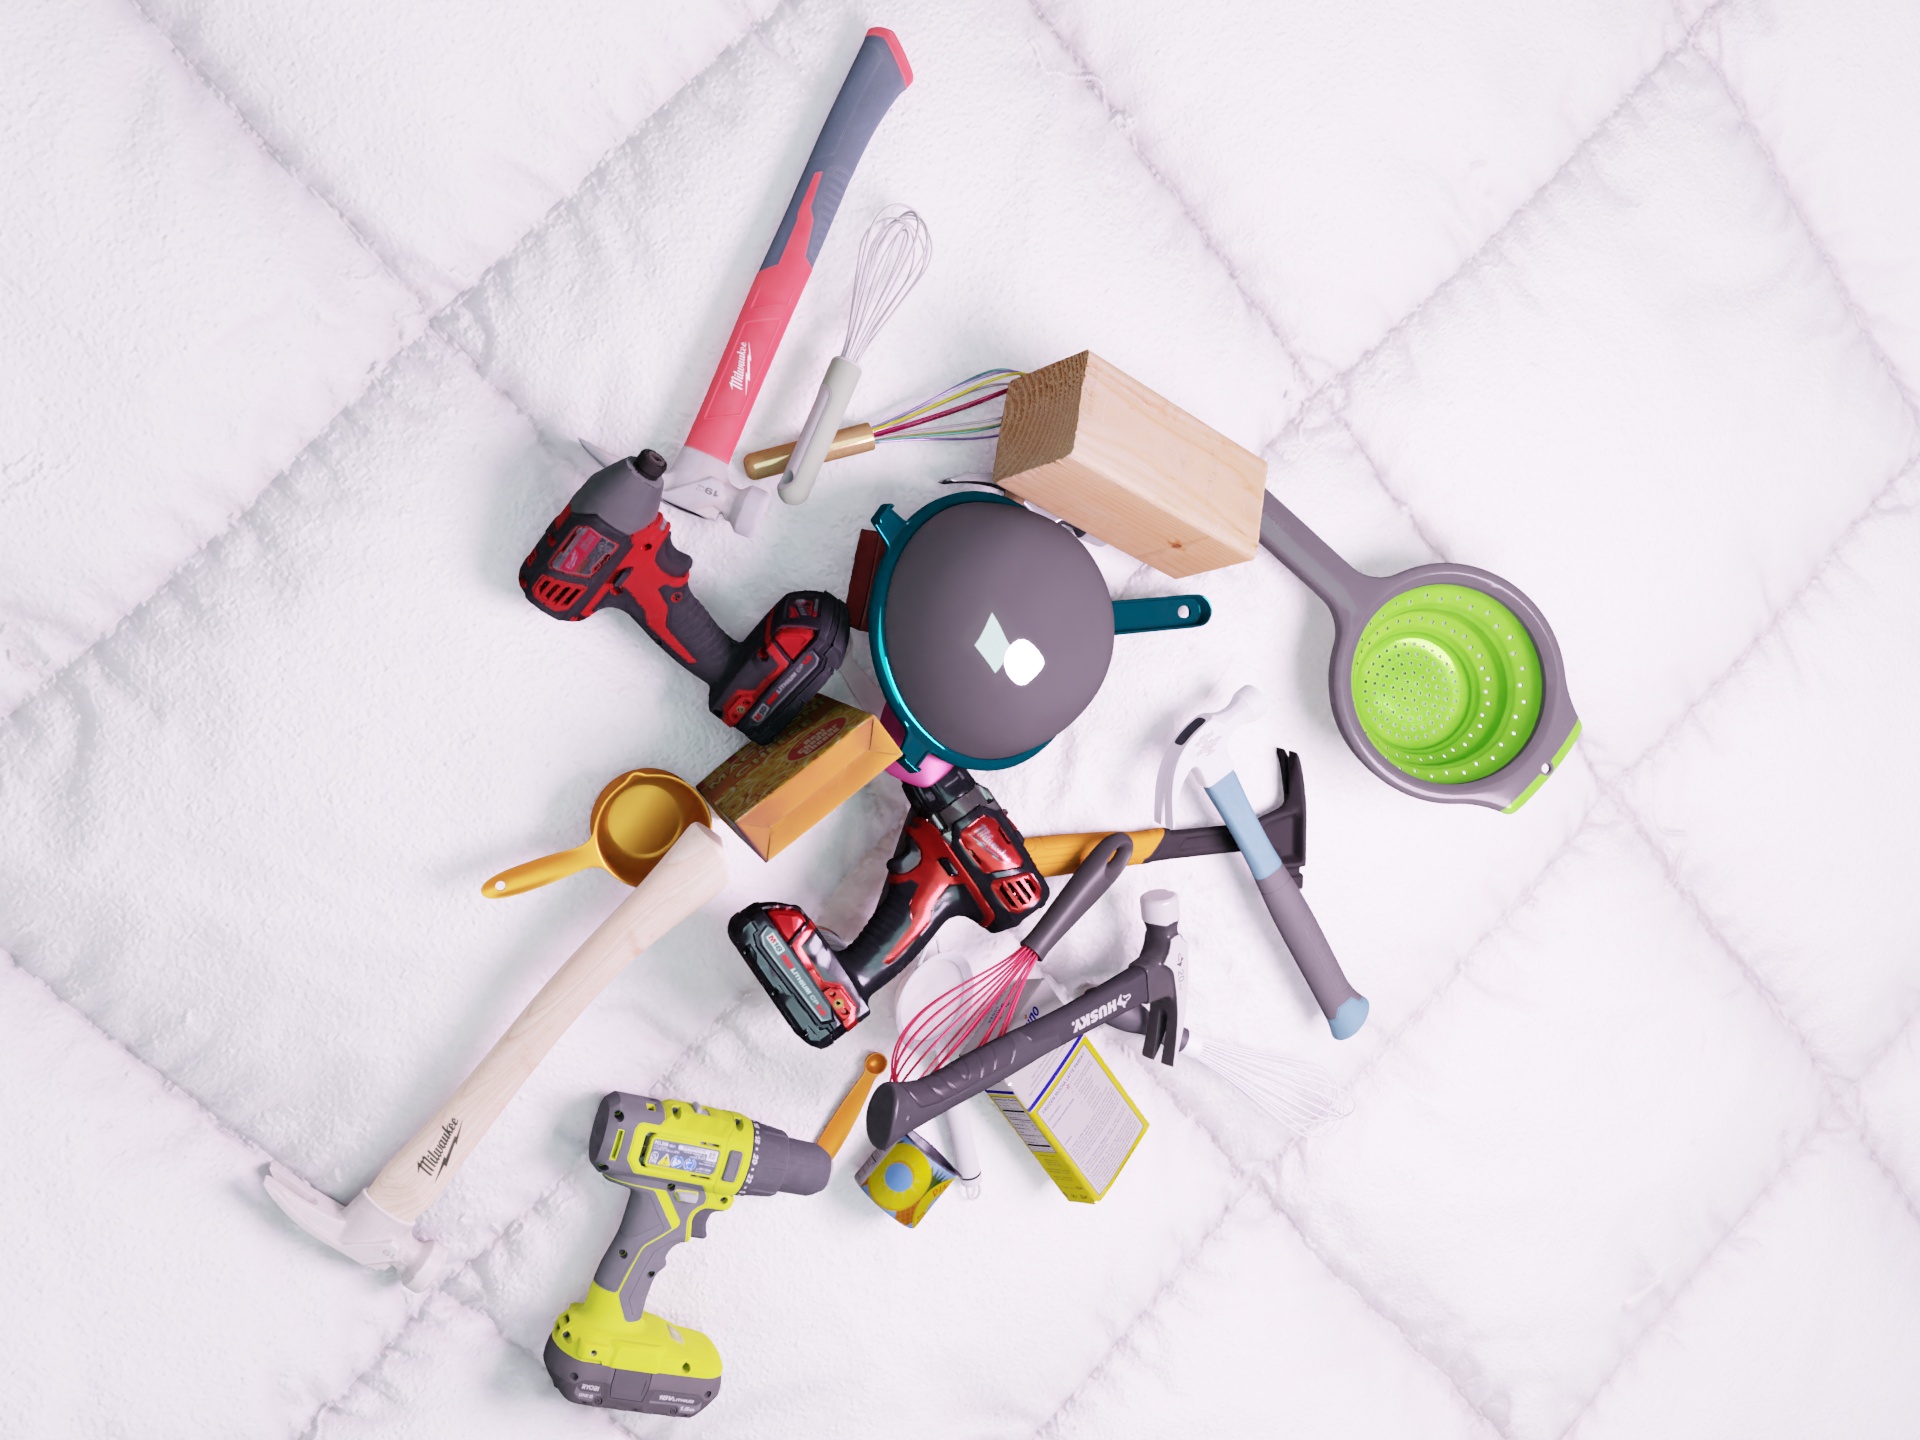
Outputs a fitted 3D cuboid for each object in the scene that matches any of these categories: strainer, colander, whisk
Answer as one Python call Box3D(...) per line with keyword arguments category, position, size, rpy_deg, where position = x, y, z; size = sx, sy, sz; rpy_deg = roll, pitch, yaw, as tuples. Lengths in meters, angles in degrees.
Box3D(category="strainer", position=(0.093, -0.075, 1.205), size=(0.340, 0.095, 0.211), rpy_deg=(-8, 93, -37))
Box3D(category="colander", position=(0.347, -0.083, 1.377), size=(0.397, 0.094, 0.204), rpy_deg=(42, 83, -2))
Box3D(category="whisk", position=(-0.049, -0.229, 1.228), size=(0.245, 0.047, 0.051), rpy_deg=(-17, 86, -13))
Box3D(category="whisk", position=(0.227, 0.297, 1.399), size=(0.284, 0.070, 0.070), rpy_deg=(27, 88, -16))
Box3D(category="whisk", position=(0.044, 0.199, 1.272), size=(0.296, 0.073, 0.073), rpy_deg=(-47, 110, -18))
Box3D(category="strainer", position=(-0.014, 0.289, 1.317), size=(0.087, 0.050, 0.258), rpy_deg=(-26, 113, -37))
Box3D(category="whisk", position=(-0.082, -0.274, 1.191), size=(0.059, 0.058, 0.246), rpy_deg=(28, 82, -42))

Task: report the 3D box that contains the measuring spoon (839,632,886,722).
Box3D(category="measuring spoon", position=(-0.080, -0.028, 1.263), size=(0.034, 0.018, 0.124), rpy_deg=(-37, 115, -7))

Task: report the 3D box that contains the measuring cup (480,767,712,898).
Box3D(category="measuring cup", position=(-0.273, 0.093, 1.189), size=(0.173, 0.052, 0.095), rpy_deg=(-20, 104, -14))

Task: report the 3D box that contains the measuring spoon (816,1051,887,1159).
Box3D(category="measuring spoon", position=(-0.095, 0.323, 1.310), size=(0.021, 0.011, 0.117), rpy_deg=(30, 91, -20))

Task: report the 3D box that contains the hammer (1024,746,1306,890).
Box3D(category="hammer", position=(0.142, 0.101, 1.348), size=(0.336, 0.034, 0.127), rpy_deg=(-5, 100, -19))

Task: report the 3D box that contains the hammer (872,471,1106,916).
Box3D(category="hammer", position=(-0.002, -0.004, 1.266), size=(0.149, 0.036, 0.409), rpy_deg=(20, 86, -19))

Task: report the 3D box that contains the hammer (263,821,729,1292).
Box3D(category="hammer", position=(-0.325, 0.231, 1.167), size=(0.146, 0.038, 0.410), rpy_deg=(41, 92, -19))

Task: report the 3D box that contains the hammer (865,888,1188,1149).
Box3D(category="hammer", position=(0.061, 0.252, 1.239), size=(0.334, 0.035, 0.146), rpy_deg=(-19, 110, -39))

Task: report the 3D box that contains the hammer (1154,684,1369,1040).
Box3D(category="hammer", position=(0.271, 0.138, 1.365), size=(0.128, 0.033, 0.330), rpy_deg=(-35, 109, -12))

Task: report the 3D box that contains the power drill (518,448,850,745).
Box3D(category="power drill", position=(-0.194, -0.093, 1.155), size=(0.219, 0.079, 0.143), rpy_deg=(35, 115, -19))

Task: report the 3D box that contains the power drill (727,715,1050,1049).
Box3D(category="power drill", position=(-0.065, 0.117, 1.199), size=(0.226, 0.080, 0.188), rpy_deg=(-34, 93, -14))

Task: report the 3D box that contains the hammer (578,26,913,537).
Box3D(category="hammer", position=(-0.144, -0.338, 1.175), size=(0.143, 0.038, 0.386), rpy_deg=(23, 87, -8))

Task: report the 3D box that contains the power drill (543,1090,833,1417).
Box3D(category="power drill", position=(-0.215, 0.414, 1.244), size=(0.190, 0.080, 0.228), rpy_deg=(18, 89, -21))

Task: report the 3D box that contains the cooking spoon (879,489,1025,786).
Box3D(category="cooking spoon", position=(0.013, -0.099, 1.220), size=(0.068, 0.017, 0.319), rpy_deg=(23, 75, -7))
